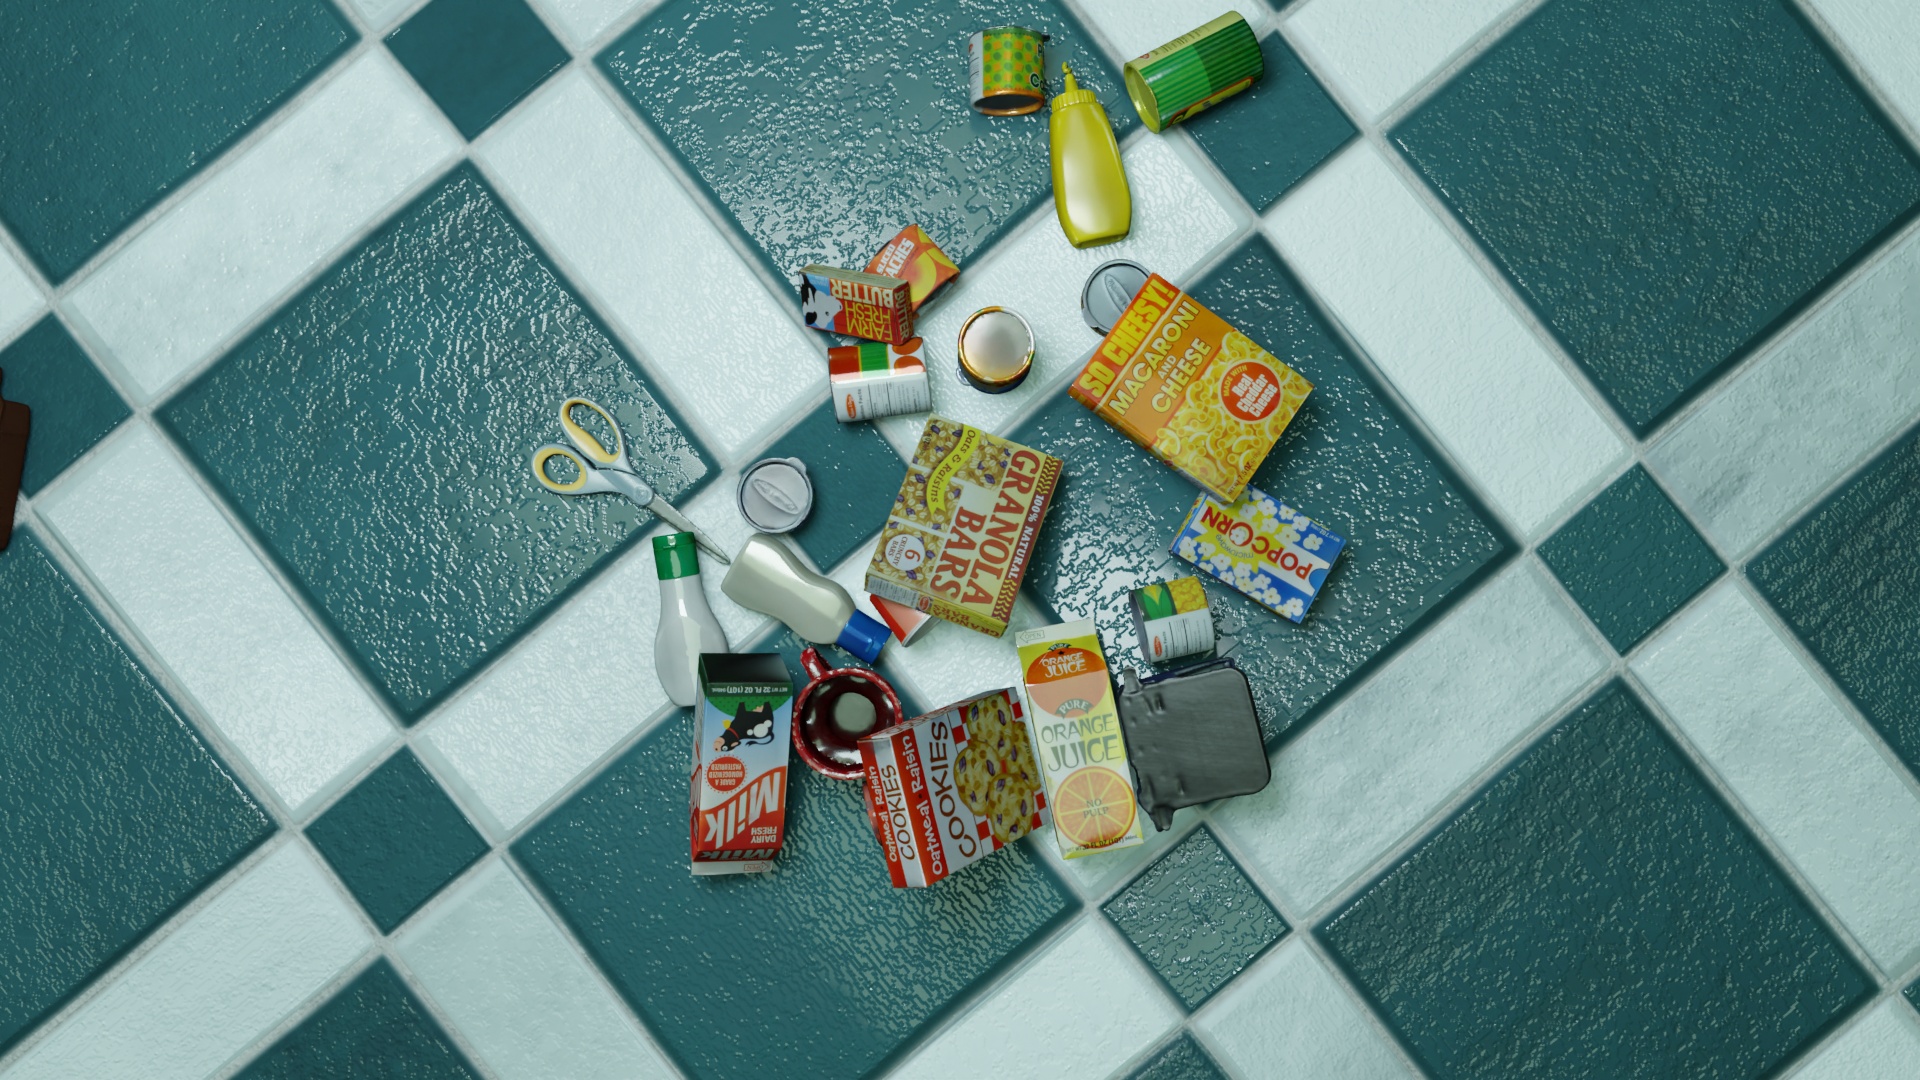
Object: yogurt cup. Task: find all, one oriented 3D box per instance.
[{"bbox_3d":[-0.041,0.051,1.196,0.072,0.072,0.054,-44,81,0],"label":"yogurt cup"}]

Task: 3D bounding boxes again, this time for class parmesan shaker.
[{"bbox_3d":[0.202,-0.404,1.199,0.103,0.071,0.071,-27,89,0],"label":"parmesan shaker"}]

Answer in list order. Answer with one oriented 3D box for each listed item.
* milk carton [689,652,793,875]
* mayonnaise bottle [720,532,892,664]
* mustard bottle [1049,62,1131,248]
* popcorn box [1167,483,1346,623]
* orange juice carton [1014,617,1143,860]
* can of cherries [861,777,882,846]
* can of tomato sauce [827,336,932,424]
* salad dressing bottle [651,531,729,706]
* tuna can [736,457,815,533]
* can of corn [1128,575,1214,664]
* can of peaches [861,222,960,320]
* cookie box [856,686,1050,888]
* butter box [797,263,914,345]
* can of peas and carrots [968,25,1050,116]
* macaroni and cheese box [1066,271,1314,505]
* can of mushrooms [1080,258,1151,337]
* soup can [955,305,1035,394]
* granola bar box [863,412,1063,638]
[{"bbox_3d":[-0.187,0.195,1.169,0.072,0.073,0.190,2,105,-17],"label":"milk carton"},{"bbox_3d":[-0.131,0.055,1.207,0.148,0.041,0.064,32,100,-1],"label":"mayonnaise bottle"},{"bbox_3d":[0.108,-0.338,1.210,0.065,0.049,0.160,-10,88,0],"label":"mustard bottle"},{"bbox_3d":[0.256,0.004,1.208,0.127,0.038,0.085,30,88,1],"label":"popcorn box"},{"bbox_3d":[0.100,0.166,1.188,0.072,0.073,0.192,-12,89,0],"label":"orange juice carton"},{"bbox_3d":[-0.048,0.225,1.190,0.058,0.071,0.071,-15,89,0],"label":"can of cherries"},{"bbox_3d":[-0.069,-0.140,1.199,0.083,0.071,0.071,-7,89,0],"label":"can of tomato sauce"},{"bbox_3d":[-0.237,0.067,1.201,0.064,0.044,0.147,-8,93,2],"label":"salad dressing bottle"},{"bbox_3d":[-0.159,-0.041,1.213,0.071,0.033,0.071,0,89,0],"label":"tuna can"},{"bbox_3d":[0.181,0.066,1.195,0.058,0.071,0.071,-13,89,-1],"label":"can of corn"},{"bbox_3d":[-0.043,-0.230,1.197,0.071,0.071,0.058,-43,90,0],"label":"can of peaches"},{"bbox_3d":[-0.003,0.201,1.150,0.040,0.168,0.123,-15,89,40],"label":"cookie box"},{"bbox_3d":[-0.090,-0.203,1.188,0.103,0.024,0.052,15,128,28],"label":"butter box"},{"bbox_3d":[0.043,-0.405,1.202,0.071,0.071,0.058,-1,90,0],"label":"can of peas and carrots"},{"bbox_3d":[0.193,-0.127,1.174,0.166,0.040,0.124,36,85,0],"label":"macaroni and cheese box"},{"bbox_3d":[0.137,-0.209,1.215,0.071,0.033,0.071,0,89,0],"label":"can of mushrooms"},{"bbox_3d":[0.028,-0.161,1.189,0.071,0.084,0.071,0,90,1],"label":"soup can"},{"bbox_3d":[0.004,-0.015,1.176,0.124,0.039,0.166,20,64,1],"label":"granola bar box"}]
